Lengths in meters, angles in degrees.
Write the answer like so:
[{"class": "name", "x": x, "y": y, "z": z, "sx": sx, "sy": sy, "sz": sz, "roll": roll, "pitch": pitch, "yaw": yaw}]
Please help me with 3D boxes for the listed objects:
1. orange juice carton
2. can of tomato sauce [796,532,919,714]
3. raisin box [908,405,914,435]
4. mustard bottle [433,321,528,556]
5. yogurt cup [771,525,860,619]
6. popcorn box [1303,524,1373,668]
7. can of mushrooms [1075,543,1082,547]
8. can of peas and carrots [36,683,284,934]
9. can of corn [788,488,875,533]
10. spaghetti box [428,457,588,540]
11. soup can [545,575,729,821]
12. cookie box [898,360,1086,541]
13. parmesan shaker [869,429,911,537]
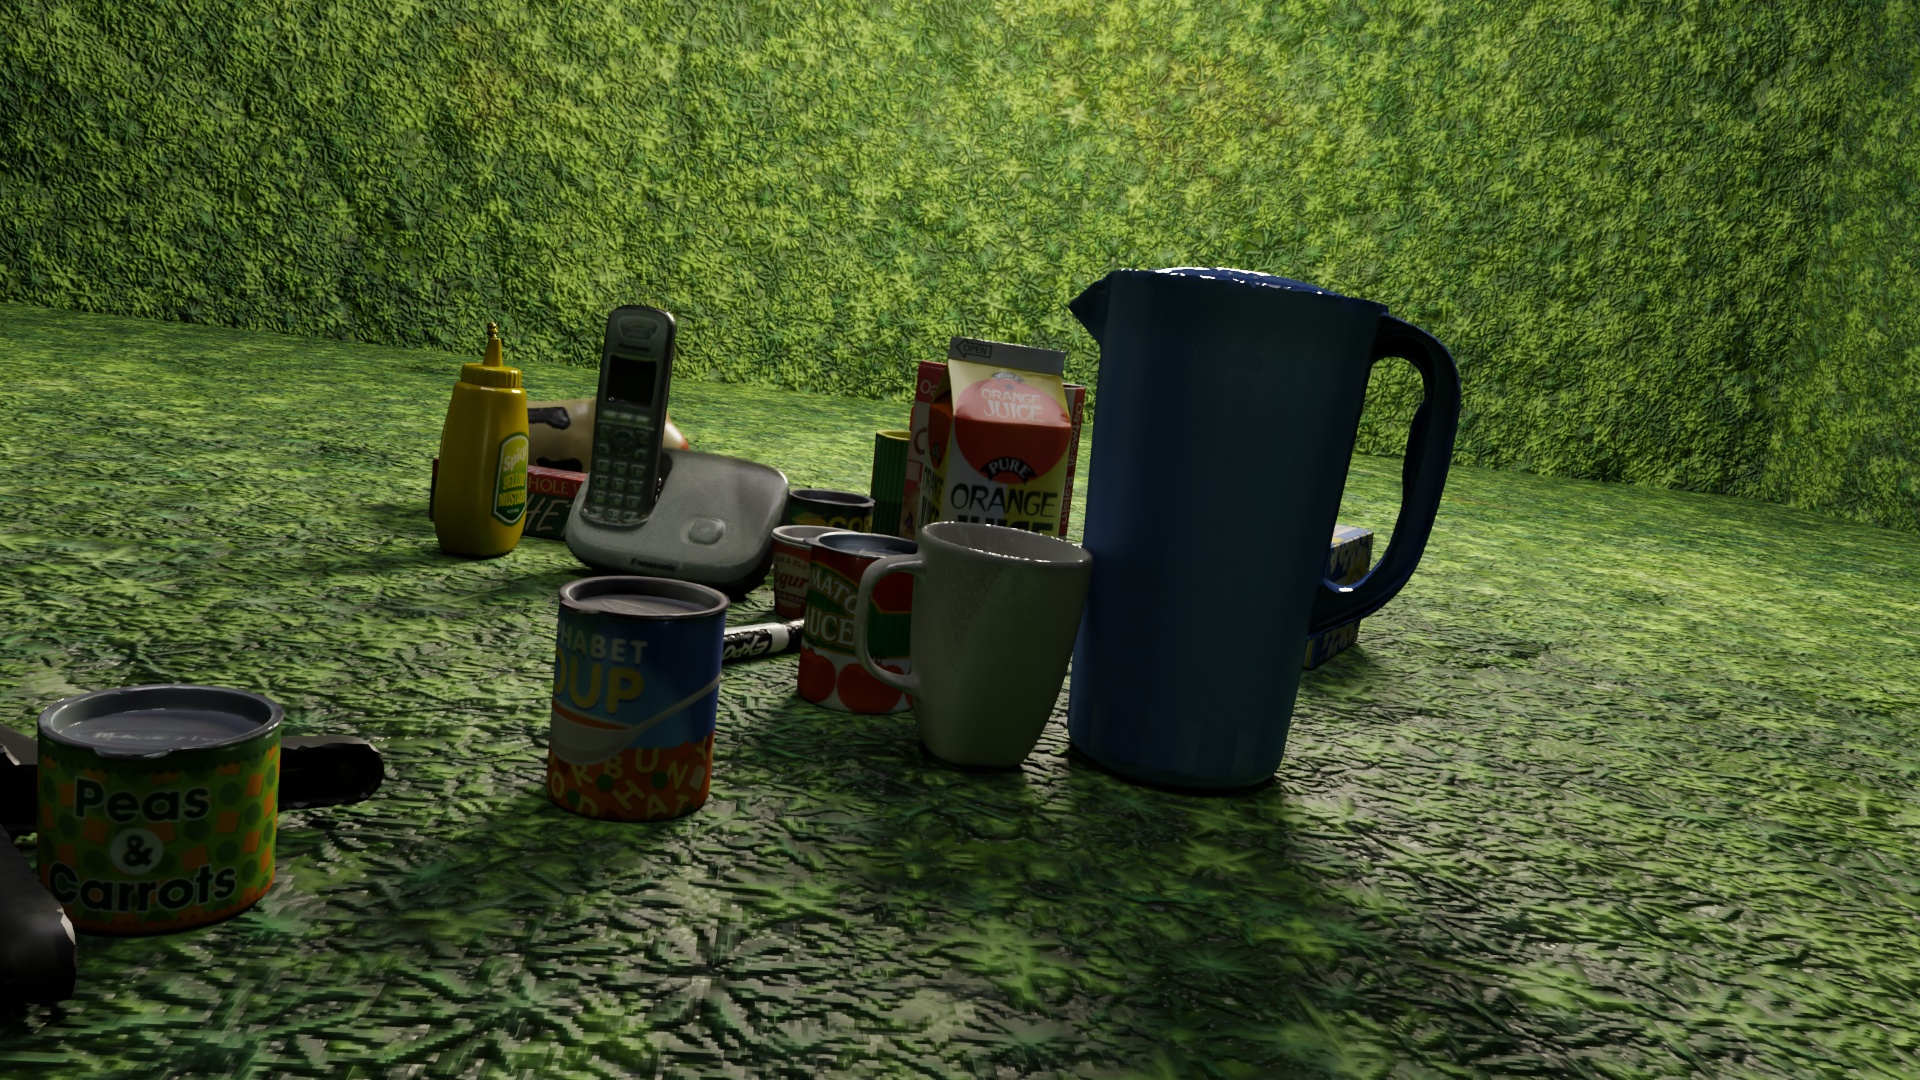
[{"class": "orange juice carton", "x": 0.016, "y": -0.020, "z": 0.816, "sx": 0.072, "sy": 0.192, "sz": 0.073, "roll": 5, "pitch": 9, "yaw": -13}, {"class": "can of tomato sauce", "x": -0.051, "y": 0.042, "z": 0.730, "sx": 0.071, "sy": 0.083, "sz": 0.071, "roll": 7, "pitch": 9, "yaw": -1}, {"class": "raisin box", "x": -0.003, "y": -0.047, "z": 1.164, "sx": 0.086, "sy": 0.123, "sz": 0.040, "roll": 10, "pitch": 10, "yaw": 20}, {"class": "mustard bottle", "x": -0.327, "y": -0.070, "z": 0.959, "sx": 0.049, "sy": 0.160, "sz": 0.065, "roll": 9, "pitch": 9, "yaw": 9}, {"class": "yogurt cup", "x": -0.091, "y": 0.022, "z": 0.904, "sx": 0.072, "sy": 0.054, "sz": 0.072, "roll": 7, "pitch": 9, "yaw": -1}, {"class": "popcorn box", "x": 0.253, "y": 0.036, "z": 0.976, "sx": 0.038, "sy": 0.085, "sz": 0.127, "roll": 12, "pitch": 11, "yaw": 28}, {"class": "can of mushrooms", "x": 0.121, "y": 0.024, "z": 1.107, "sx": 0.071, "sy": 0.033, "sz": 0.071, "roll": 7, "pitch": 10, "yaw": -1}, {"class": "can of peas and carrots", "x": -0.248, "y": 0.082, "z": 0.430, "sx": 0.071, "sy": 0.058, "sz": 0.071, "roll": 7, "pitch": 9, "yaw": -1}, {"class": "can of corn", "x": -0.098, "y": -0.004, "z": 1.041, "sx": 0.071, "sy": 0.058, "sz": 0.071, "roll": 7, "pitch": 9, "yaw": -1}, {"class": "spaghetti box", "x": -0.280, "y": -0.024, "z": 1.046, "sx": 0.250, "sy": 0.050, "sz": 0.029, "roll": 8, "pitch": 9, "yaw": 8}, {"class": "soup can", "x": -0.132, "y": 0.062, "z": 0.556, "sx": 0.071, "sy": 0.083, "sz": 0.071, "roll": 7, "pitch": 9, "yaw": -1}, {"class": "cookie box", "x": 0.018, "y": -0.037, "z": 0.991, "sx": 0.123, "sy": 0.167, "sz": 0.040, "roll": 14, "pitch": 11, "yaw": 35}, {"class": "parmesan shaker", "x": -0.042, "y": -0.033, "z": 1.116, "sx": 0.071, "sy": 0.103, "sz": 0.071, "roll": 7, "pitch": 9, "yaw": -1}]
